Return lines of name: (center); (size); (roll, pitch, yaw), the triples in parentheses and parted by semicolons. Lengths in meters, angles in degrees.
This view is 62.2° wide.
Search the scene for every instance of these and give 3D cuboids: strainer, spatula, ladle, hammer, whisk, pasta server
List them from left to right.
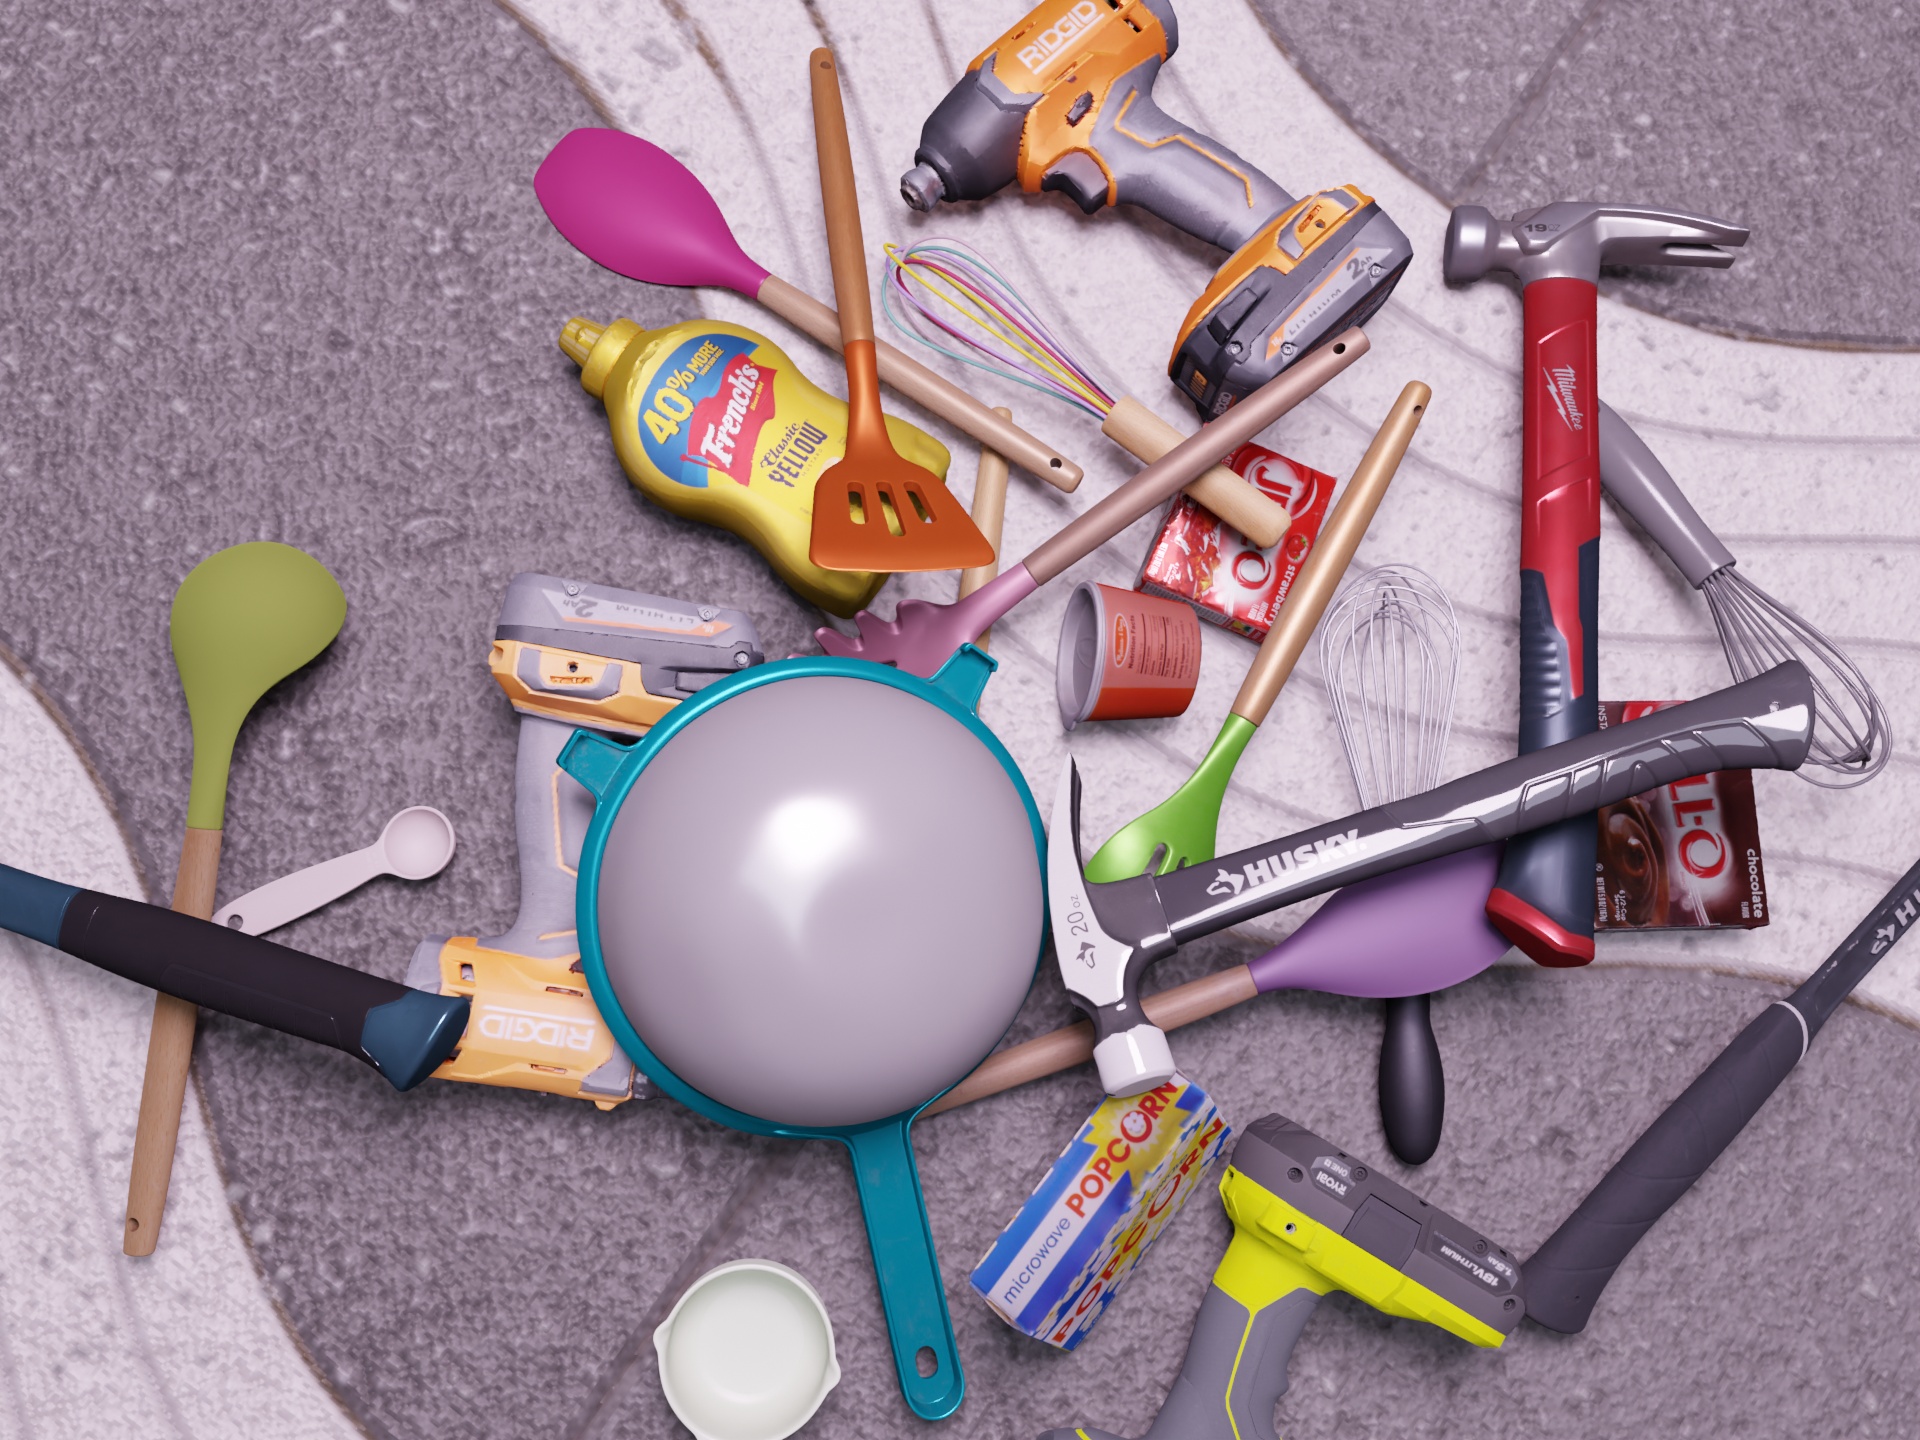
hammer: (-0.365, 0.091, 0.678); (0.331, 0.033, 0.128); (16, 91, 9)
ladle: (-0.337, 0.075, 0.718); (0.078, 0.062, 0.320); (6, 85, 11)
spatula: (-0.048, -0.200, 0.746); (0.081, 0.041, 0.323); (-2, 66, -14)
strainer: (-0.035, 0.141, 0.660); (0.211, 0.095, 0.340); (-13, 94, -16)
ladle: (-0.001, -0.002, 0.763); (0.069, 0.031, 0.315); (8, 79, 0)
whisk: (0.055, -0.160, 0.768); (0.245, 0.047, 0.051); (39, 83, 11)
pasta server: (0.053, -0.085, 0.732); (0.316, 0.040, 0.060); (-35, 77, 6)
spatula: (0.110, 0.130, 0.729); (0.316, 0.018, 0.060); (-20, 82, 3)
whisk: (0.210, 0.066, 0.755); (0.070, 0.070, 0.285); (-1, 85, -5)
hammer: (0.197, 0.040, 0.679); (0.335, 0.035, 0.146); (-19, 64, 4)
hammer: (0.297, -0.075, 0.747); (0.143, 0.038, 0.386); (5, 70, 8)
whisk: (0.364, -0.070, 0.775); (0.055, 0.055, 0.239); (-26, 68, -8)
hammer: (0.402, 0.130, 0.750); (0.409, 0.036, 0.149); (-45, 114, -5)

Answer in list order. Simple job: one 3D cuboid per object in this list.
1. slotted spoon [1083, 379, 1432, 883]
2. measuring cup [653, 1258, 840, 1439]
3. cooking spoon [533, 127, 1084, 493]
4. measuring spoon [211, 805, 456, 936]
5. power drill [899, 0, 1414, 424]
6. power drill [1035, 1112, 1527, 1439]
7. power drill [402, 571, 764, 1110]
slotted spoon: (0.144, -0.024, 0.750); (0.070, 0.031, 0.314); (31, 86, -32)
measuring cup: (-0.104, 0.321, 0.699); (0.083, 0.038, 0.168); (13, 82, -2)
cooking spoon: (-0.075, -0.201, 0.786); (0.319, 0.017, 0.069); (33, 80, 6)
measuring spoon: (-0.290, 0.075, 0.737); (0.124, 0.018, 0.034); (-23, 76, -1)
power drill: (0.089, -0.253, 0.785); (0.164, 0.084, 0.226); (-42, 82, -9)
power drill: (0.144, 0.306, 0.702); (0.171, 0.080, 0.223); (31, 84, 2)
power drill: (-0.141, 0.061, 0.718); (0.185, 0.084, 0.226); (10, 84, -6)
